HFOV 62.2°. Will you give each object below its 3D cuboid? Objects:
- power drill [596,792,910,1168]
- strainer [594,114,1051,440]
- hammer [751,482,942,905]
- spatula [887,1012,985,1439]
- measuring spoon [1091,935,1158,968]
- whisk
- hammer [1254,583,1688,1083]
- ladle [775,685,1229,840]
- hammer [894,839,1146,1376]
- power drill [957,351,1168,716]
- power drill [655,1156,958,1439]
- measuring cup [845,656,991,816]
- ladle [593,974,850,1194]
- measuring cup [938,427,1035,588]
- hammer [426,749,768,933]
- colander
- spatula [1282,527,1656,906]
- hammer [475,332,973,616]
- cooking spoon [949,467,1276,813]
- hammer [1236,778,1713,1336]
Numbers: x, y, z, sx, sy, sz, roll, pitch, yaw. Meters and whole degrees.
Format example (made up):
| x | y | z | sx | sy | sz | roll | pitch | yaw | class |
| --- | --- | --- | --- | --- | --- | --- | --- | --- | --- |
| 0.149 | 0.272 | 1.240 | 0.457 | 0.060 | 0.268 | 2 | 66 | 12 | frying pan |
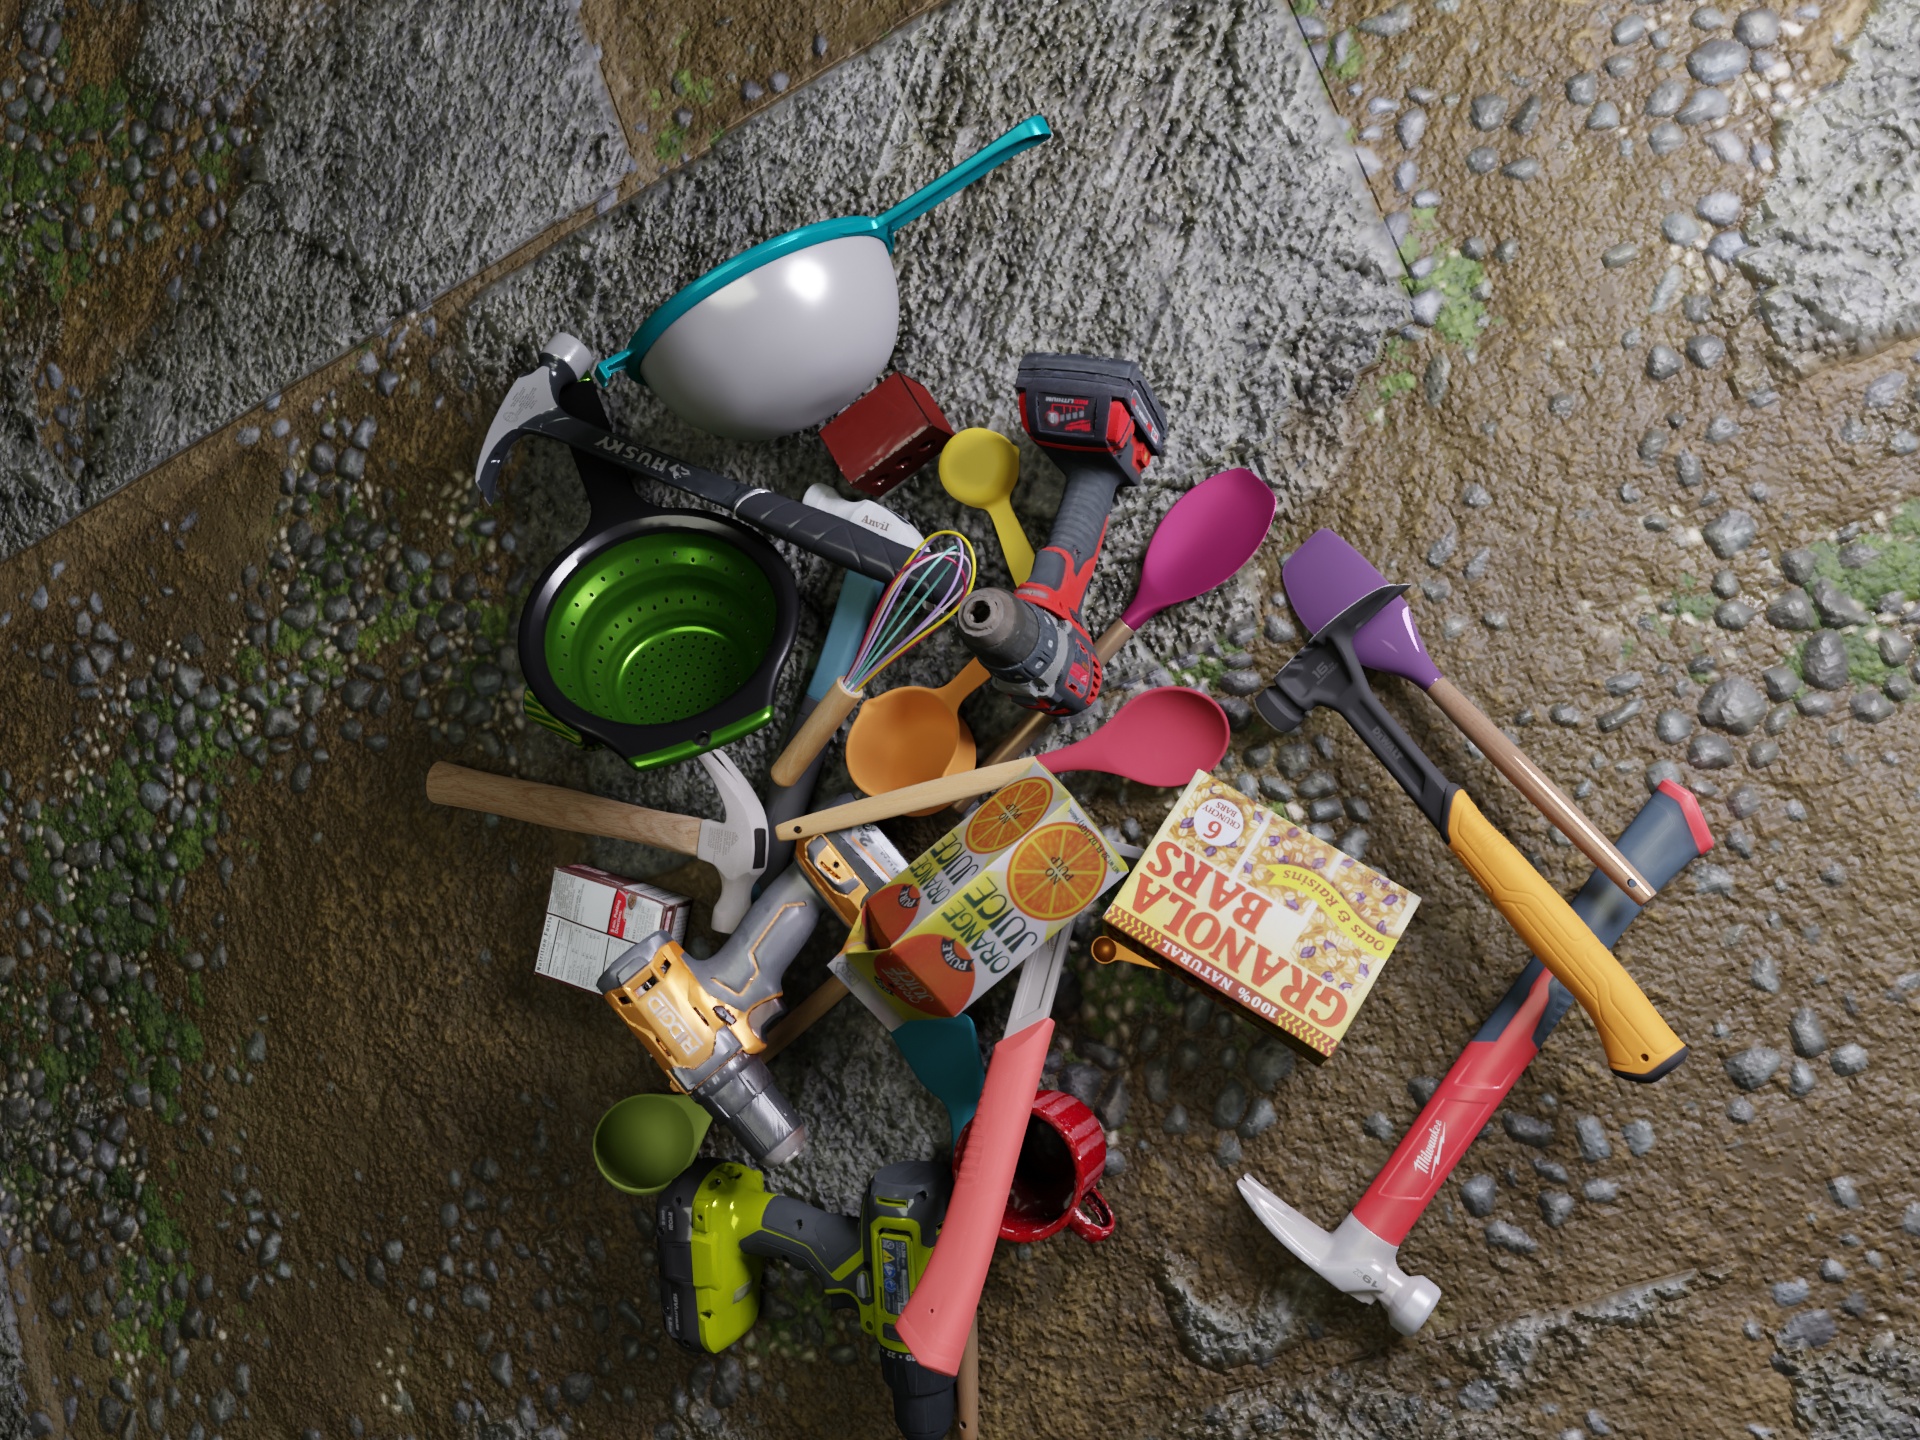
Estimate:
| x | y | z | sx | sy | sz | roll | pitch | yaw | class |
| --- | --- | --- | --- | --- | --- | --- | --- | --- | --- |
| -0.114 | 0.183 | 1.116 | 0.226 | 0.084 | 0.185 | -39 | 85 | -3 | power drill |
| -0.069 | -0.283 | 1.091 | 0.340 | 0.211 | 0.095 | -27 | 90 | 23 | strainer |
| -0.109 | -0.003 | 1.192 | 0.128 | 0.033 | 0.331 | 23 | 97 | 21 | hammer |
| -0.007 | 0.361 | 1.138 | 0.082 | 0.044 | 0.317 | -3 | 89 | 35 | spatula |
| 0.148 | 0.164 | 1.102 | 0.117 | 0.011 | 0.021 | 4 | 90 | 18 | measuring spoon |
| -0.064 | -0.036 | 1.110 | 0.047 | 0.051 | 0.245 | 37 | 119 | -5 | whisk |
| 0.325 | 0.072 | 0.981 | 0.127 | 0.034 | 0.337 | -49 | 64 | 31 | hammer |
| 0.028 | 0.039 | 1.085 | 0.315 | 0.031 | 0.069 | -14 | 93 | -3 | ladle |
| 0.041 | 0.242 | 1.042 | 0.149 | 0.036 | 0.359 | 8 | 64 | 21 | hammer |
| 0.061 | -0.123 | 1.039 | 0.080 | 0.187 | 0.227 | 10 | 82 | 22 | power drill |
| -0.101 | 0.409 | 1.142 | 0.228 | 0.080 | 0.190 | -1 | 94 | 27 | power drill |
| -0.002 | -0.004 | 1.143 | 0.173 | 0.052 | 0.095 | -43 | 58 | -3 | measuring cup |
| -0.150 | 0.244 | 1.191 | 0.320 | 0.062 | 0.078 | -42 | 63 | 13 | ladle |
| 0.030 | -0.139 | 1.141 | 0.062 | 0.029 | 0.157 | -26 | 78 | 19 | measuring cup |
| -0.290 | 0.071 | 1.244 | 0.331 | 0.031 | 0.130 | 9 | 92 | 28 | hammer |
| -0.246 | -0.115 | 1.221 | 0.204 | 0.094 | 0.398 | -21 | 60 | -8 | colander |
| 0.319 | -0.003 | 1.014 | 0.059 | 0.018 | 0.316 | -47 | 65 | 16 | spatula |
| -0.172 | -0.163 | 1.166 | 0.409 | 0.036 | 0.149 | 24 | 67 | 16 | hammer |
| 0.100 | -0.049 | 1.119 | 0.319 | 0.017 | 0.069 | -47 | 65 | 14 | cooking spoon |
| 0.333 | 0.196 | 1.012 | 0.143 | 0.038 | 0.386 | 35 | 101 | 20 | hammer |
